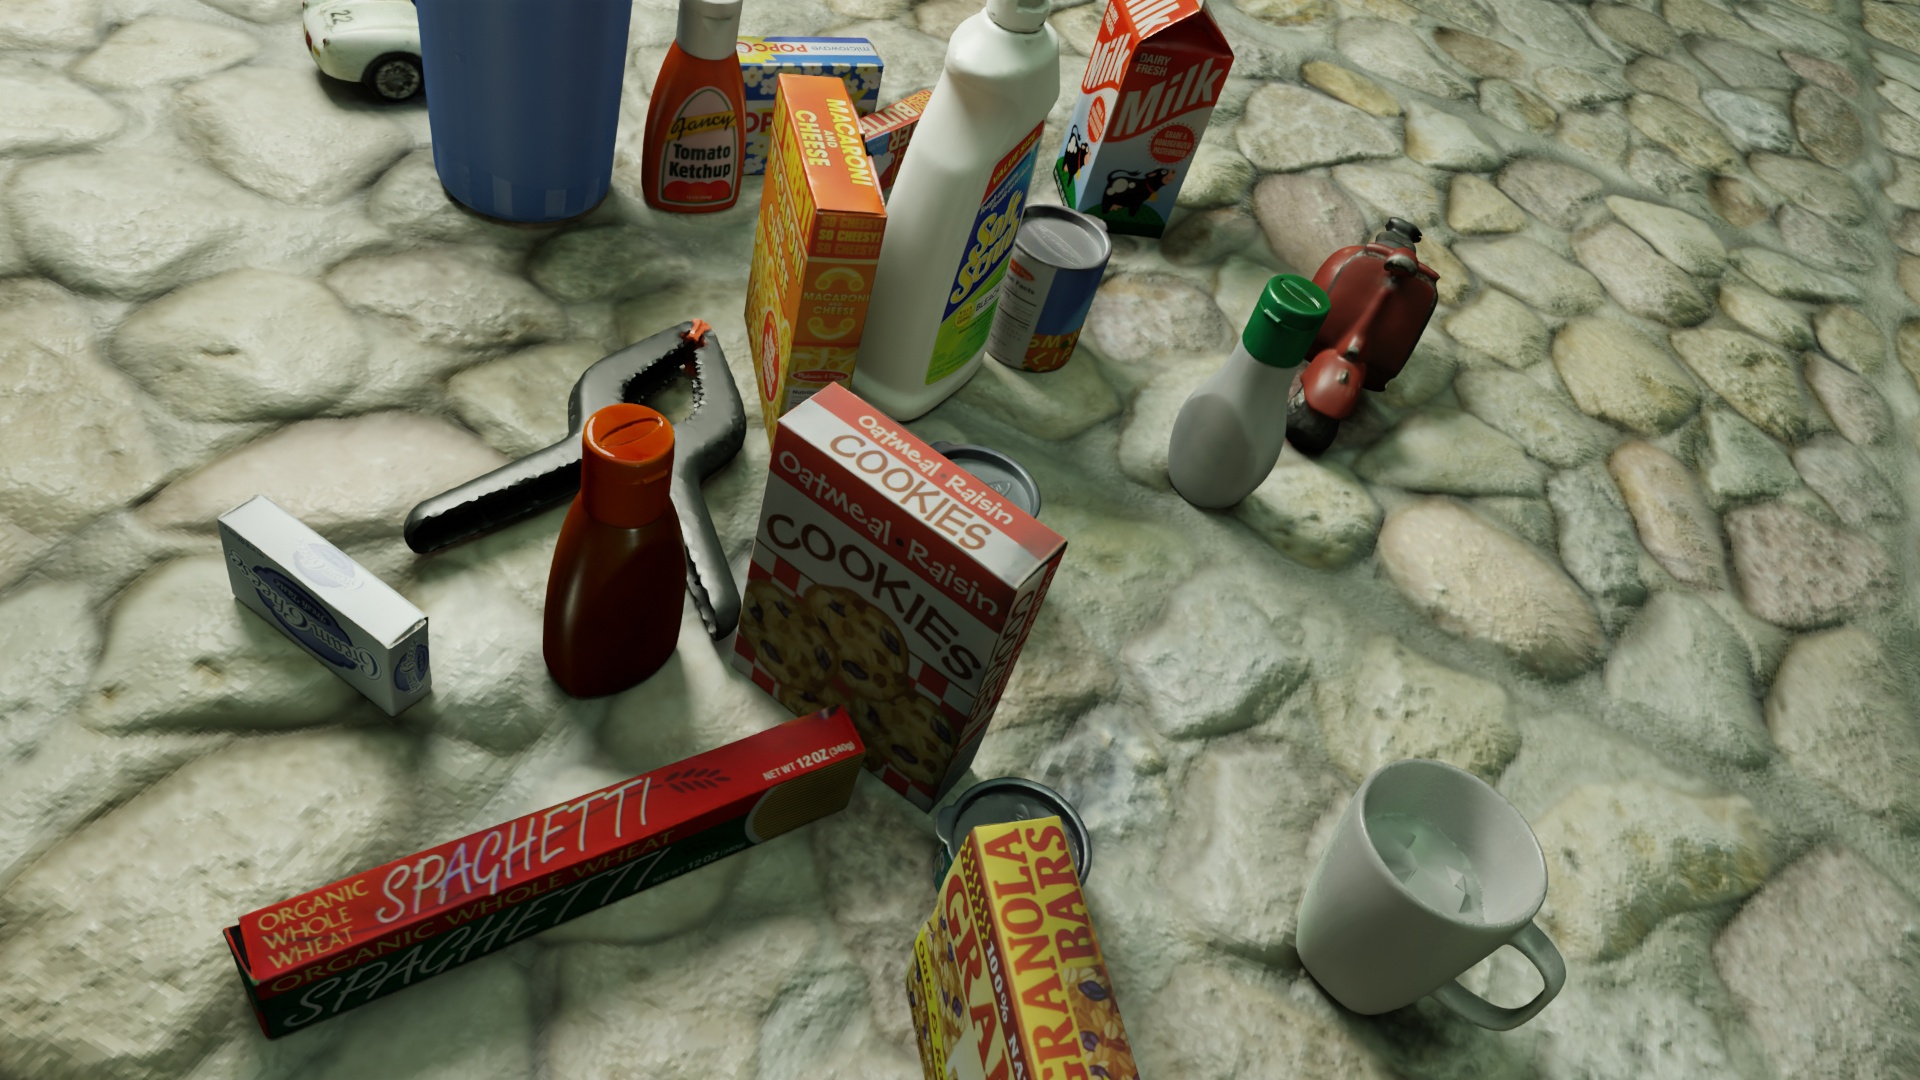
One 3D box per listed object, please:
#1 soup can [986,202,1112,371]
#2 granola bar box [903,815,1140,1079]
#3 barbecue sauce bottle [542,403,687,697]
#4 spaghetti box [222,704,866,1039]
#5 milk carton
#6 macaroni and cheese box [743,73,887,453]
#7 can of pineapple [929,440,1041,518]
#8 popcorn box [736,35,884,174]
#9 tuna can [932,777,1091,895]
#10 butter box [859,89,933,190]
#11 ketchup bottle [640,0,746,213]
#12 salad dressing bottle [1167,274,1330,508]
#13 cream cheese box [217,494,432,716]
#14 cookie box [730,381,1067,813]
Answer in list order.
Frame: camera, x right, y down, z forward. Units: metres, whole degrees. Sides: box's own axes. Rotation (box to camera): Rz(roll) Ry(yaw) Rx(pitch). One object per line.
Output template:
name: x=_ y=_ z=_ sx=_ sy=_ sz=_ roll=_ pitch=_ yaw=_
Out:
soup can: x=0.053 y=-0.158 z=0.870 sx=0.071 sy=0.083 sz=0.072 roll=9 pitch=46 yaw=-10
granola bar box: x=0.024 y=0.203 z=0.496 sx=0.039 sy=0.123 sz=0.166 roll=-1 pitch=49 yaw=-19
barbecue sauce bottle: x=-0.149 y=0.006 z=0.607 sx=0.065 sy=0.147 sz=0.044 roll=-29 pitch=62 yaw=-36
spaghetti box: x=-0.155 y=0.128 z=0.560 sx=0.251 sy=0.049 sz=0.029 roll=-17 pitch=56 yaw=-30
milk carton: x=0.129 y=-0.309 z=0.960 sx=0.073 sy=0.189 sz=0.073 roll=2 pitch=48 yaw=-16
macaroni and cheese box: x=-0.083 y=-0.148 z=0.759 sx=0.040 sy=0.165 sz=0.124 roll=-1 pitch=49 yaw=-19
can of pineapple: x=0.003 y=-0.009 z=0.733 sx=0.071 sy=0.057 sz=0.071 roll=9 pitch=46 yaw=-10
popcorn box: x=-0.121 y=-0.294 z=0.939 sx=0.127 sy=0.084 sz=0.038 roll=-9 pitch=52 yaw=-25
tuna can: x=0.020 y=0.141 z=0.616 sx=0.071 sy=0.032 sz=0.071 roll=9 pitch=46 yaw=-10
butter box: x=-0.052 y=-0.272 z=0.963 sx=0.024 sy=0.052 sz=0.104 roll=37 pitch=48 yaw=16
ketchup bottle: x=-0.162 y=-0.276 z=0.865 sx=0.065 sy=0.148 sz=0.044 roll=-6 pitch=51 yaw=-23
salad dressing bottle: x=0.164 y=-0.083 z=0.791 sx=0.044 sy=0.146 sz=0.064 roll=-25 pitch=60 yaw=-35
cream cheese box: x=-0.278 y=0.029 z=0.611 sx=0.104 sy=0.053 sz=0.024 roll=33 pitch=47 yaw=13
cookie box: x=-0.034 y=0.029 z=0.609 sx=0.123 sy=0.166 sz=0.040 roll=35 pitch=48 yaw=15
